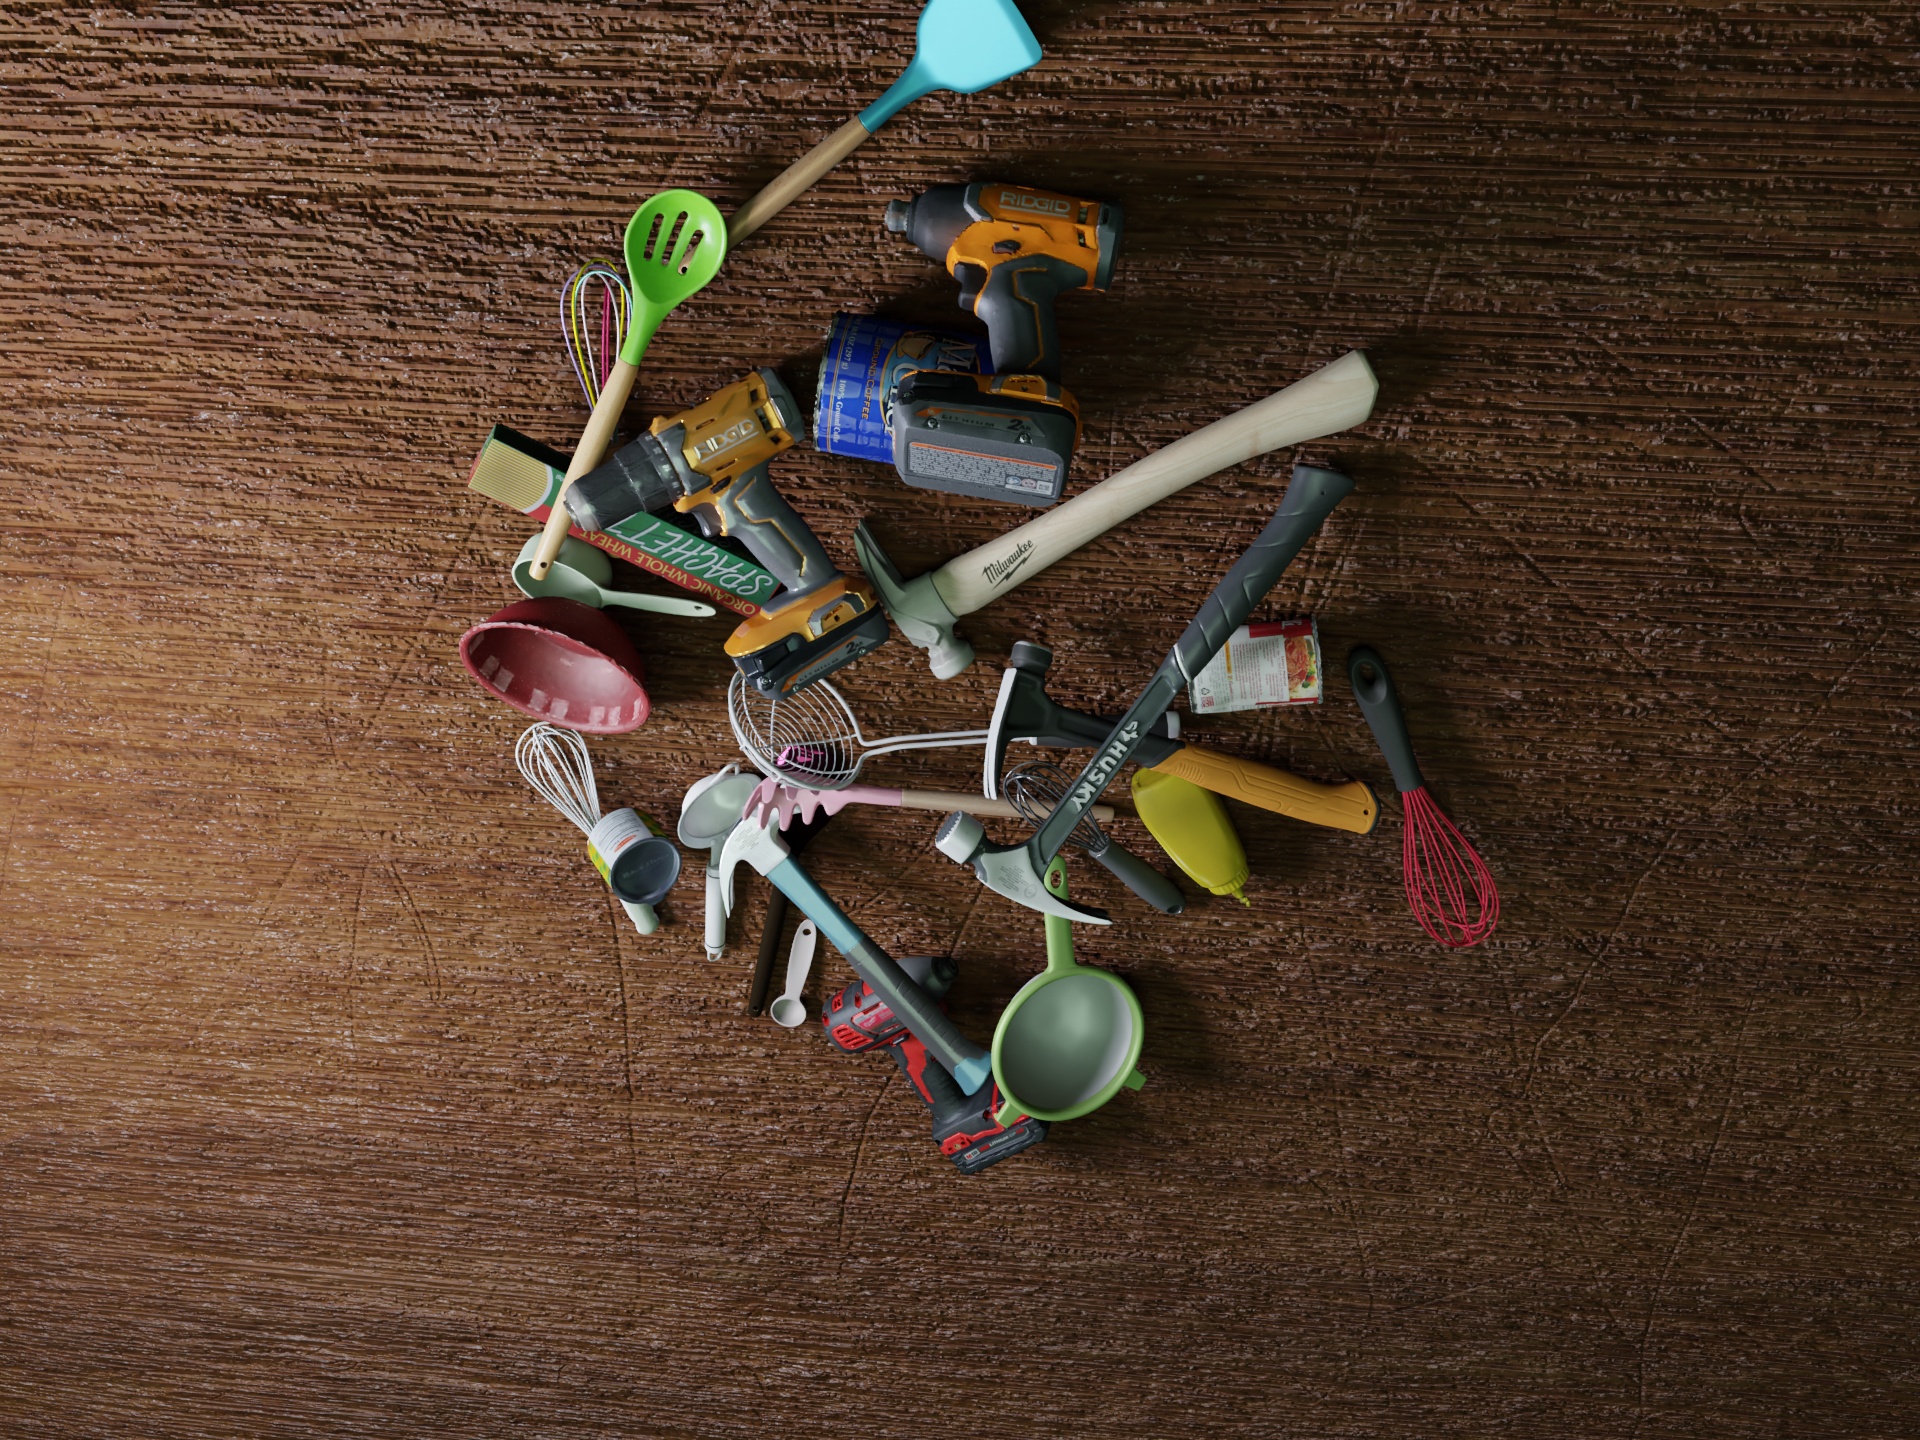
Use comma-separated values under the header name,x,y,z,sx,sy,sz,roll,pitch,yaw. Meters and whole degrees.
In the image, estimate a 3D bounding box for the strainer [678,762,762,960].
name,x,y,z,sx,sy,sz,roll,pitch,yaw
strainer,-0.221,0.126,1.429,0.087,0.050,0.258,-21,136,-33

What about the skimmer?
name,x,y,z,sx,sy,sz,roll,pitch,yaw
skimmer,-0.002,-0.004,1.292,0.363,0.127,0.090,-4,139,0

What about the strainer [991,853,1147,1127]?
name,x,y,z,sx,sy,sz,roll,pitch,yaw
strainer,0.083,0.234,1.444,0.151,0.069,0.256,-11,106,-19

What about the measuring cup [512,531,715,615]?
name,x,y,z,sx,sy,sz,roll,pitch,yaw
measuring cup,-0.273,-0.113,1.274,0.167,0.038,0.083,10,151,5

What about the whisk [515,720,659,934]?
name,x,y,z,sx,sy,sz,roll,pitch,yaw
whisk,-0.327,0.100,1.425,0.059,0.058,0.246,-28,123,-12

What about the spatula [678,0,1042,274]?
name,x,y,z,sx,sy,sz,roll,pitch,yaw
spatula,-0.088,-0.394,1.092,0.317,0.044,0.082,-31,110,24

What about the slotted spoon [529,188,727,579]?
name,x,y,z,sx,sy,sz,roll,pitch,yaw
slotted spoon,-0.254,-0.240,1.160,0.070,0.031,0.313,19,111,-26

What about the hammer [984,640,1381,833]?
name,x,y,z,sx,sy,sz,roll,pitch,yaw
hammer,0.184,0.042,1.285,0.336,0.034,0.127,16,85,-12

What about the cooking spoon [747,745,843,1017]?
name,x,y,z,sx,sy,sz,roll,pitch,yaw
cooking spoon,-0.163,0.153,1.451,0.068,0.017,0.318,12,123,-6

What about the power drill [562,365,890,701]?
name,x,y,z,sx,sy,sz,roll,pitch,yaw
power drill,-0.174,-0.128,1.202,0.185,0.084,0.226,-30,111,-11

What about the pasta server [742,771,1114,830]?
name,x,y,z,sx,sy,sz,roll,pitch,yaw
pasta server,-0.024,0.074,1.343,0.316,0.040,0.060,5,150,-10

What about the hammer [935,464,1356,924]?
name,x,y,z,sx,sy,sz,roll,pitch,yaw
hammer,0.160,-0.024,1.204,0.149,0.036,0.409,36,97,-11

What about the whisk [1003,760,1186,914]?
name,x,y,z,sx,sy,sz,roll,pitch,yaw
whisk,0.121,0.104,1.351,0.055,0.055,0.238,-34,127,24

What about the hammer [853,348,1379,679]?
name,x,y,z,sx,sy,sz,roll,pitch,yaw
hammer,0.116,-0.176,1.205,0.410,0.038,0.146,-26,113,21

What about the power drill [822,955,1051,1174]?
name,x,y,z,sx,sy,sz,roll,pitch,yaw
power drill,-0.013,0.315,1.501,0.143,0.079,0.219,-33,110,23

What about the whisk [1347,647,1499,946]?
name,x,y,z,sx,sy,sz,roll,pitch,yaw
whisk,0.377,0.069,1.312,0.073,0.073,0.295,-19,111,18

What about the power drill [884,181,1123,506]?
name,x,y,z,sx,sy,sz,roll,pitch,yaw
power drill,0.016,-0.265,1.066,0.164,0.227,0.084,10,156,2

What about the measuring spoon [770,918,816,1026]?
name,x,y,z,sx,sy,sz,roll,pitch,yaw
measuring spoon,-0.153,0.237,1.507,0.034,0.018,0.124,14,115,-2

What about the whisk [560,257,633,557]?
name,x,y,z,sx,sy,sz,roll,pitch,yaw
whisk,-0.267,-0.234,1.217,0.051,0.047,0.244,5,126,2

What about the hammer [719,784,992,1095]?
name,x,y,z,sx,sy,sz,roll,pitch,yaw
hammer,-0.084,0.206,1.407,0.128,0.033,0.331,-39,103,12
